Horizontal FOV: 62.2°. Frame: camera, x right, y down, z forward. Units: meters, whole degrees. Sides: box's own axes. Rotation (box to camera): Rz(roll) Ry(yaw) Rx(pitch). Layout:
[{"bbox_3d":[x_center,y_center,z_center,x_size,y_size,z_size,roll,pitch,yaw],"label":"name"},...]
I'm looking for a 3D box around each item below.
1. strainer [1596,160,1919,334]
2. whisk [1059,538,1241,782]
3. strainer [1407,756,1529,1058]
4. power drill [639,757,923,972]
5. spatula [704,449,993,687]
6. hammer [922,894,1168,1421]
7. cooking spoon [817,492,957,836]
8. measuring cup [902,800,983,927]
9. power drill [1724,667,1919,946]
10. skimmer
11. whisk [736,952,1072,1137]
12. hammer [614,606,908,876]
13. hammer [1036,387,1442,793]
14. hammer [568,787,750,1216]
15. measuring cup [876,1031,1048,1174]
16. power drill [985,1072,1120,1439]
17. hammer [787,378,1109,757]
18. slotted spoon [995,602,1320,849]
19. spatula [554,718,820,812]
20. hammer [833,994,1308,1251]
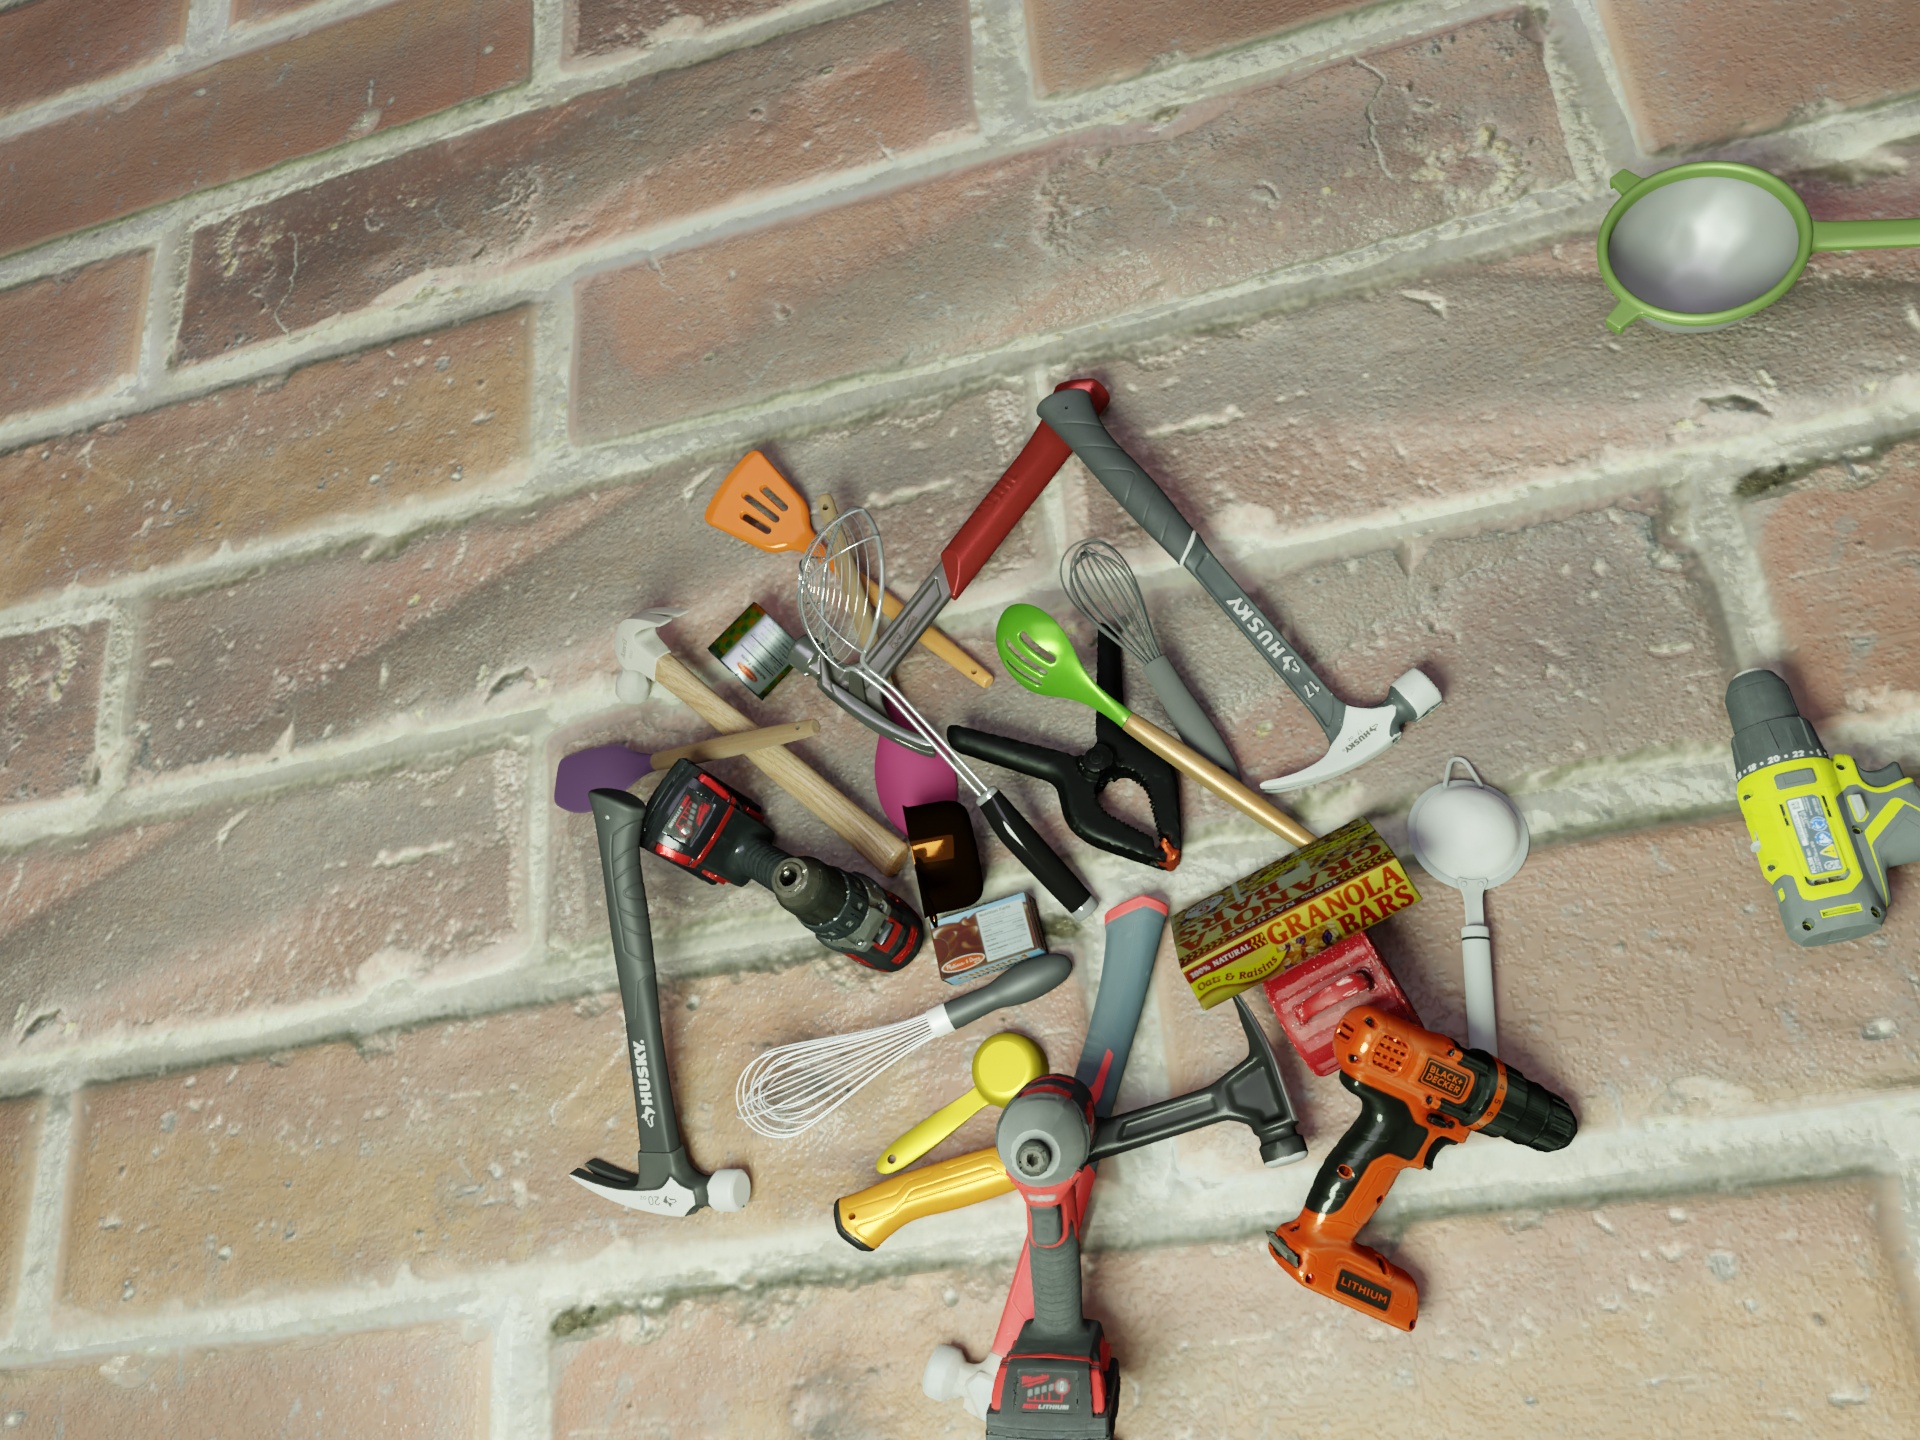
[{"bbox_3d":[0.623,-0.352,1.218,0.256,0.069,0.152,3,68,19],"label":"strainer"},{"bbox_3d":[0.152,-0.042,1.257,0.055,0.055,0.239,-32,75,5],"label":"whisk"},{"bbox_3d":[0.367,0.143,1.129,0.087,0.050,0.259,1,72,4],"label":"strainer"},{"bbox_3d":[-0.149,0.113,1.237,0.227,0.187,0.080,26,81,30],"label":"power drill"},{"bbox_3d":[-0.093,-0.123,1.390,0.323,0.041,0.081,38,93,26],"label":"spatula"},{"bbox_3d":[0.099,0.316,1.152,0.143,0.038,0.386,13,74,22],"label":"hammer"},{"bbox_3d":[-0.072,-0.052,1.347,0.069,0.017,0.319,-21,73,10],"label":"cooking spoon"},{"bbox_3d":[-0.007,0.116,1.204,0.052,0.174,0.095,-12,105,-4],"label":"measuring cup"},{"bbox_3d":[0.639,0.036,1.056,0.228,0.080,0.191,-14,66,16],"label":"power drill"},{"bbox_3d":[-0.002,-0.004,1.242,0.363,0.127,0.090,48,56,-1],"label":"skimmer"},{"bbox_3d":[-0.044,0.244,1.224,0.284,0.070,0.070,-25,63,3],"label":"whisk"},{"bbox_3d":[-0.172,0.017,1.337,0.331,0.130,0.031,38,50,20],"label":"hammer"},{"bbox_3d":[0.191,-0.119,1.272,0.149,0.036,0.409,-39,68,3],"label":"hammer"},{"bbox_3d":[-0.253,0.218,1.236,0.146,0.035,0.335,-6,94,22],"label":"hammer"},{"bbox_3d":[-0.004,0.292,1.200,0.156,0.029,0.062,-37,62,0],"label":"measuring cup"},{"bbox_3d":[0.058,0.348,1.028,0.078,0.143,0.220,-2,87,9],"label":"power drill"},{"bbox_3d":[0.019,-0.144,1.342,0.149,0.036,0.359,35,77,14],"label":"hammer"},{"bbox_3d":[0.150,0.013,1.220,0.314,0.070,0.031,35,41,12],"label":"slotted spoon"},{"bbox_3d":[-0.239,0.033,1.341,0.316,0.018,0.060,-13,66,35],"label":"spatula"},{"bbox_3d":[0.066,0.298,1.128,0.337,0.034,0.127,-20,67,8],"label":"hammer"}]
